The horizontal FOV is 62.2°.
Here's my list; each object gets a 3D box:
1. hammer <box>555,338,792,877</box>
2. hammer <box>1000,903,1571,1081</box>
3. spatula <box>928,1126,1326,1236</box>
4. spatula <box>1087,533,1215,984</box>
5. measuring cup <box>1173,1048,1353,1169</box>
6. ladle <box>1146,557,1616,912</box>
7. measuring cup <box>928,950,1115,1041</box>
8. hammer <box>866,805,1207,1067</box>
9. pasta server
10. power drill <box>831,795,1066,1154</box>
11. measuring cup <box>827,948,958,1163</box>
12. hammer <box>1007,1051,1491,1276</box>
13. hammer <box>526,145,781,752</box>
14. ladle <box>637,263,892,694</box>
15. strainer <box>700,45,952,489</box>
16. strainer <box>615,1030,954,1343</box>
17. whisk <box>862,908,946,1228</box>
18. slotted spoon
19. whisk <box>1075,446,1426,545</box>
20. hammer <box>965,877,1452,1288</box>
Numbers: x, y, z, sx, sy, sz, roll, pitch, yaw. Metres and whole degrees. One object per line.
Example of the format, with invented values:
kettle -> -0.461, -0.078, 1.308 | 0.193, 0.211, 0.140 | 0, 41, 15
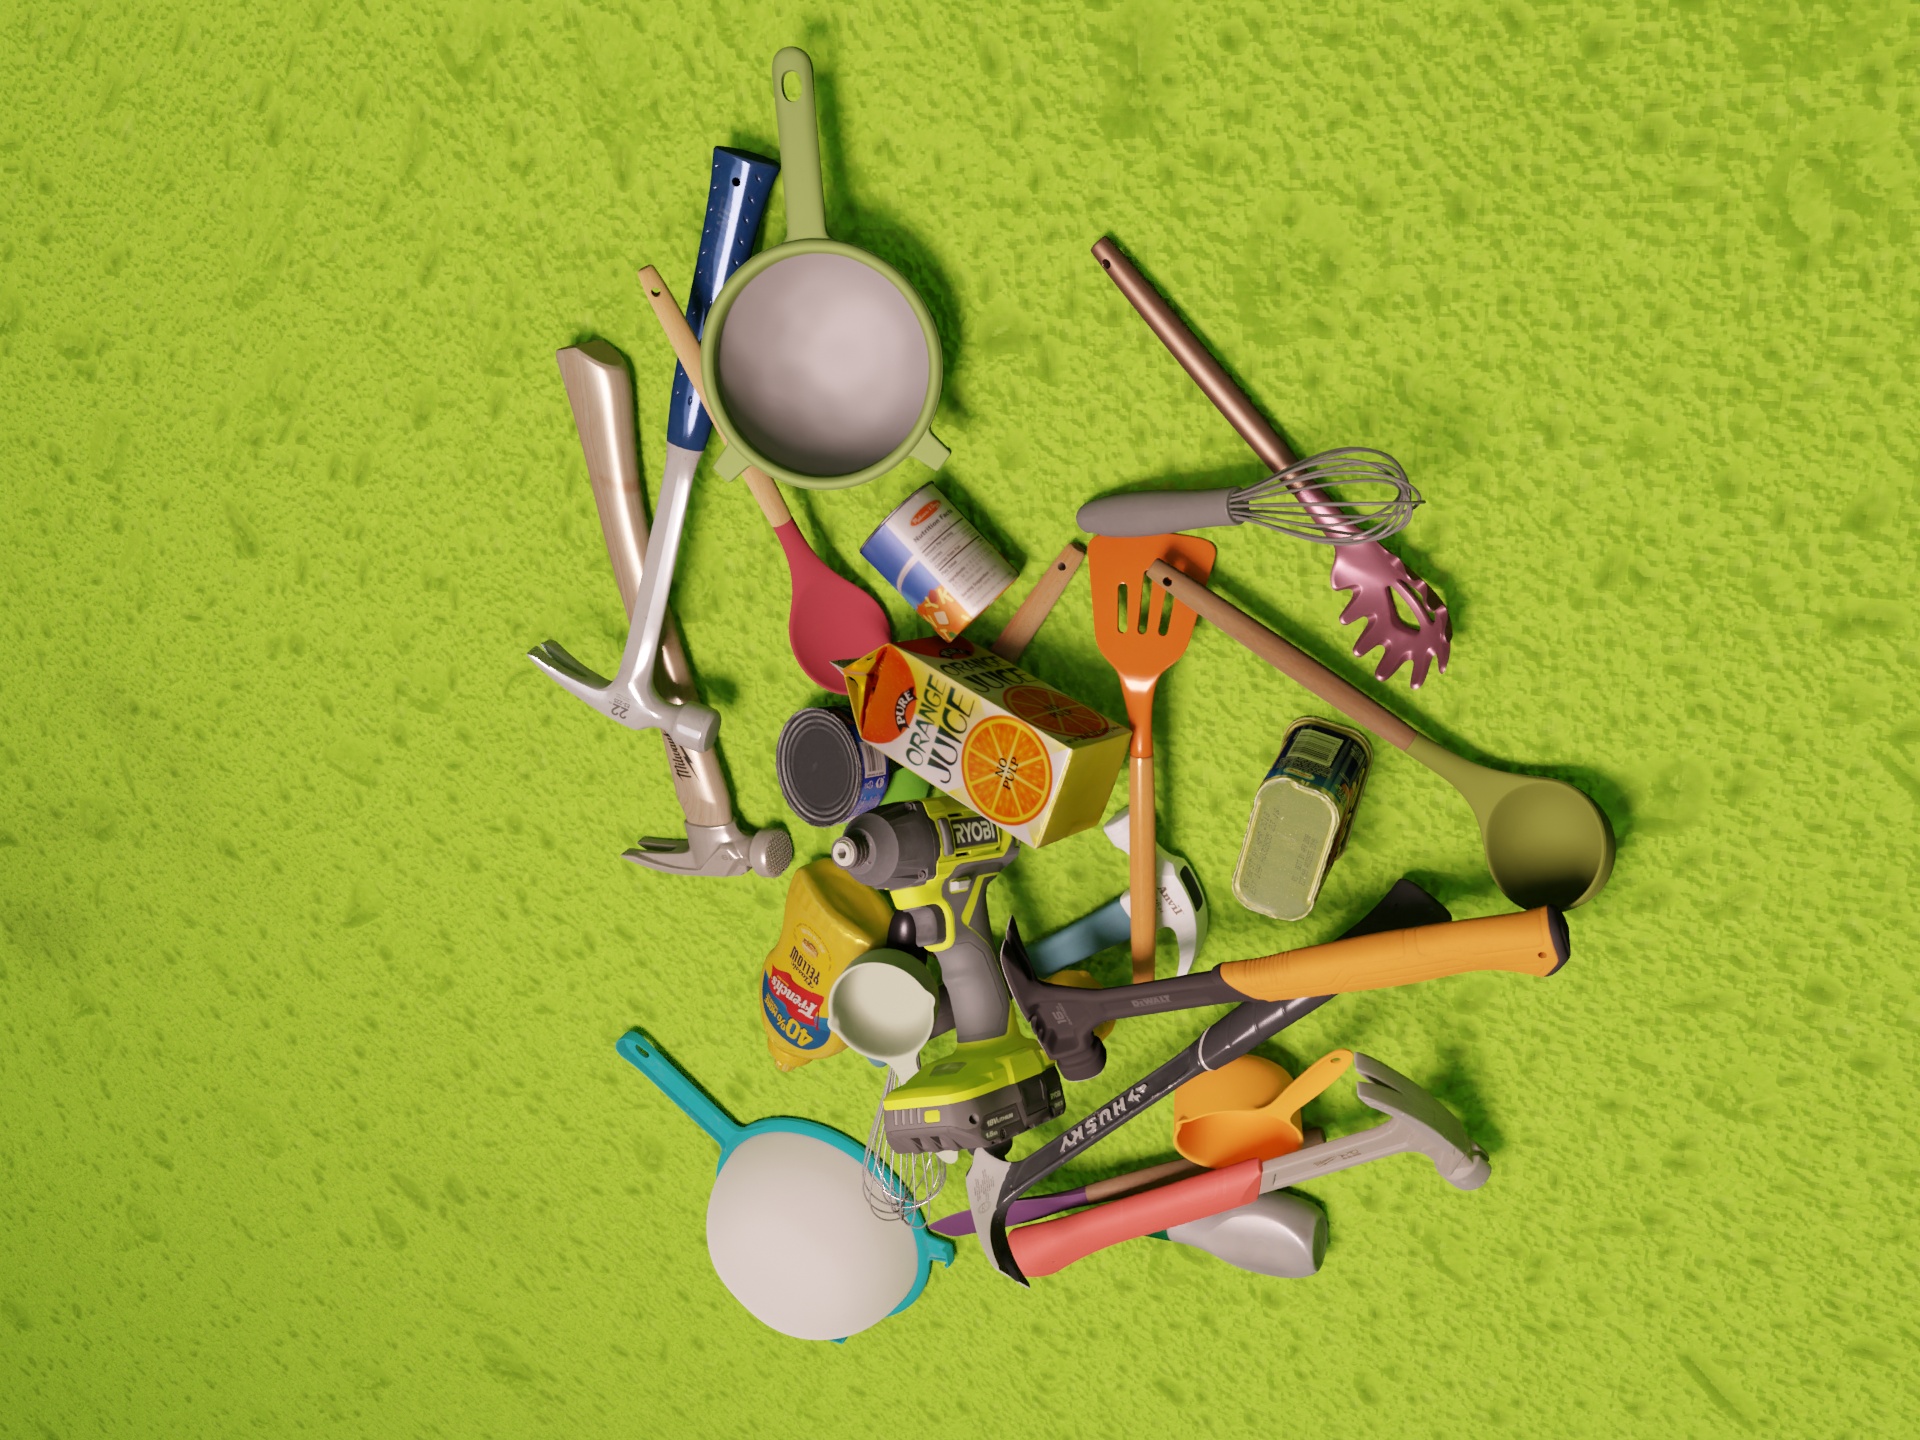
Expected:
hammer -> -0.235, -0.071, 1.173 | 0.146, 0.038, 0.410 | 0, 113, 29
hammer -> 0.191, 0.149, 0.963 | 0.337, 0.034, 0.127 | -14, 122, 25
spatula -> 0.117, 0.342, 1.169 | 0.316, 0.018, 0.059 | -21, 144, 22
spatula -> 0.120, 0.040, 1.025 | 0.081, 0.041, 0.322 | 5, 112, 19
measuring cup -> 0.208, 0.242, 1.066 | 0.095, 0.052, 0.173 | 20, 135, -15
ladle -> 0.242, 0.002, 0.938 | 0.320, 0.062, 0.078 | 35, 120, 6
measuring cup -> 0.034, 0.190, 1.125 | 0.156, 0.029, 0.062 | 19, 120, 21
hammer -> 0.041, 0.181, 1.157 | 0.331, 0.033, 0.128 | -33, 95, 35
pasta server -> 0.177, -0.152, 0.917 | 0.316, 0.040, 0.060 | 50, 140, -1
power drill -> -0.011, 0.161, 1.044 | 0.080, 0.171, 0.223 | -15, 83, 33
measuring cup -> -0.035, 0.237, 1.131 | 0.083, 0.038, 0.167 | -18, 105, 18
hammer -> 0.168, 0.321, 1.092 | 0.359, 0.037, 0.149 | -29, 128, 33
hammer -> -0.193, -0.177, 1.068 | 0.144, 0.035, 0.405 | 21, 115, 7
ladle -> -0.130, -0.152, 1.042 | 0.069, 0.031, 0.315 | -25, 118, 3
strainer -> -0.085, -0.273, 0.977 | 0.151, 0.069, 0.256 | -2, 105, 10
strainer -> -0.184, 0.405, 1.345 | 0.340, 0.095, 0.211 | 43, 126, 1
whisk -> -0.042, 0.261, 1.188 | 0.070, 0.070, 0.284 | 12, 116, 22
slotted spoon -> -0.002, -0.003, 1.092 | 0.070, 0.031, 0.313 | 42, 124, 9
whisk -> 0.155, -0.121, 0.909 | 0.239, 0.055, 0.055 | 3, 117, 47
hammer -> 0.153, 0.232, 1.060 | 0.036, 0.149, 0.409 | 38, 116, -25
